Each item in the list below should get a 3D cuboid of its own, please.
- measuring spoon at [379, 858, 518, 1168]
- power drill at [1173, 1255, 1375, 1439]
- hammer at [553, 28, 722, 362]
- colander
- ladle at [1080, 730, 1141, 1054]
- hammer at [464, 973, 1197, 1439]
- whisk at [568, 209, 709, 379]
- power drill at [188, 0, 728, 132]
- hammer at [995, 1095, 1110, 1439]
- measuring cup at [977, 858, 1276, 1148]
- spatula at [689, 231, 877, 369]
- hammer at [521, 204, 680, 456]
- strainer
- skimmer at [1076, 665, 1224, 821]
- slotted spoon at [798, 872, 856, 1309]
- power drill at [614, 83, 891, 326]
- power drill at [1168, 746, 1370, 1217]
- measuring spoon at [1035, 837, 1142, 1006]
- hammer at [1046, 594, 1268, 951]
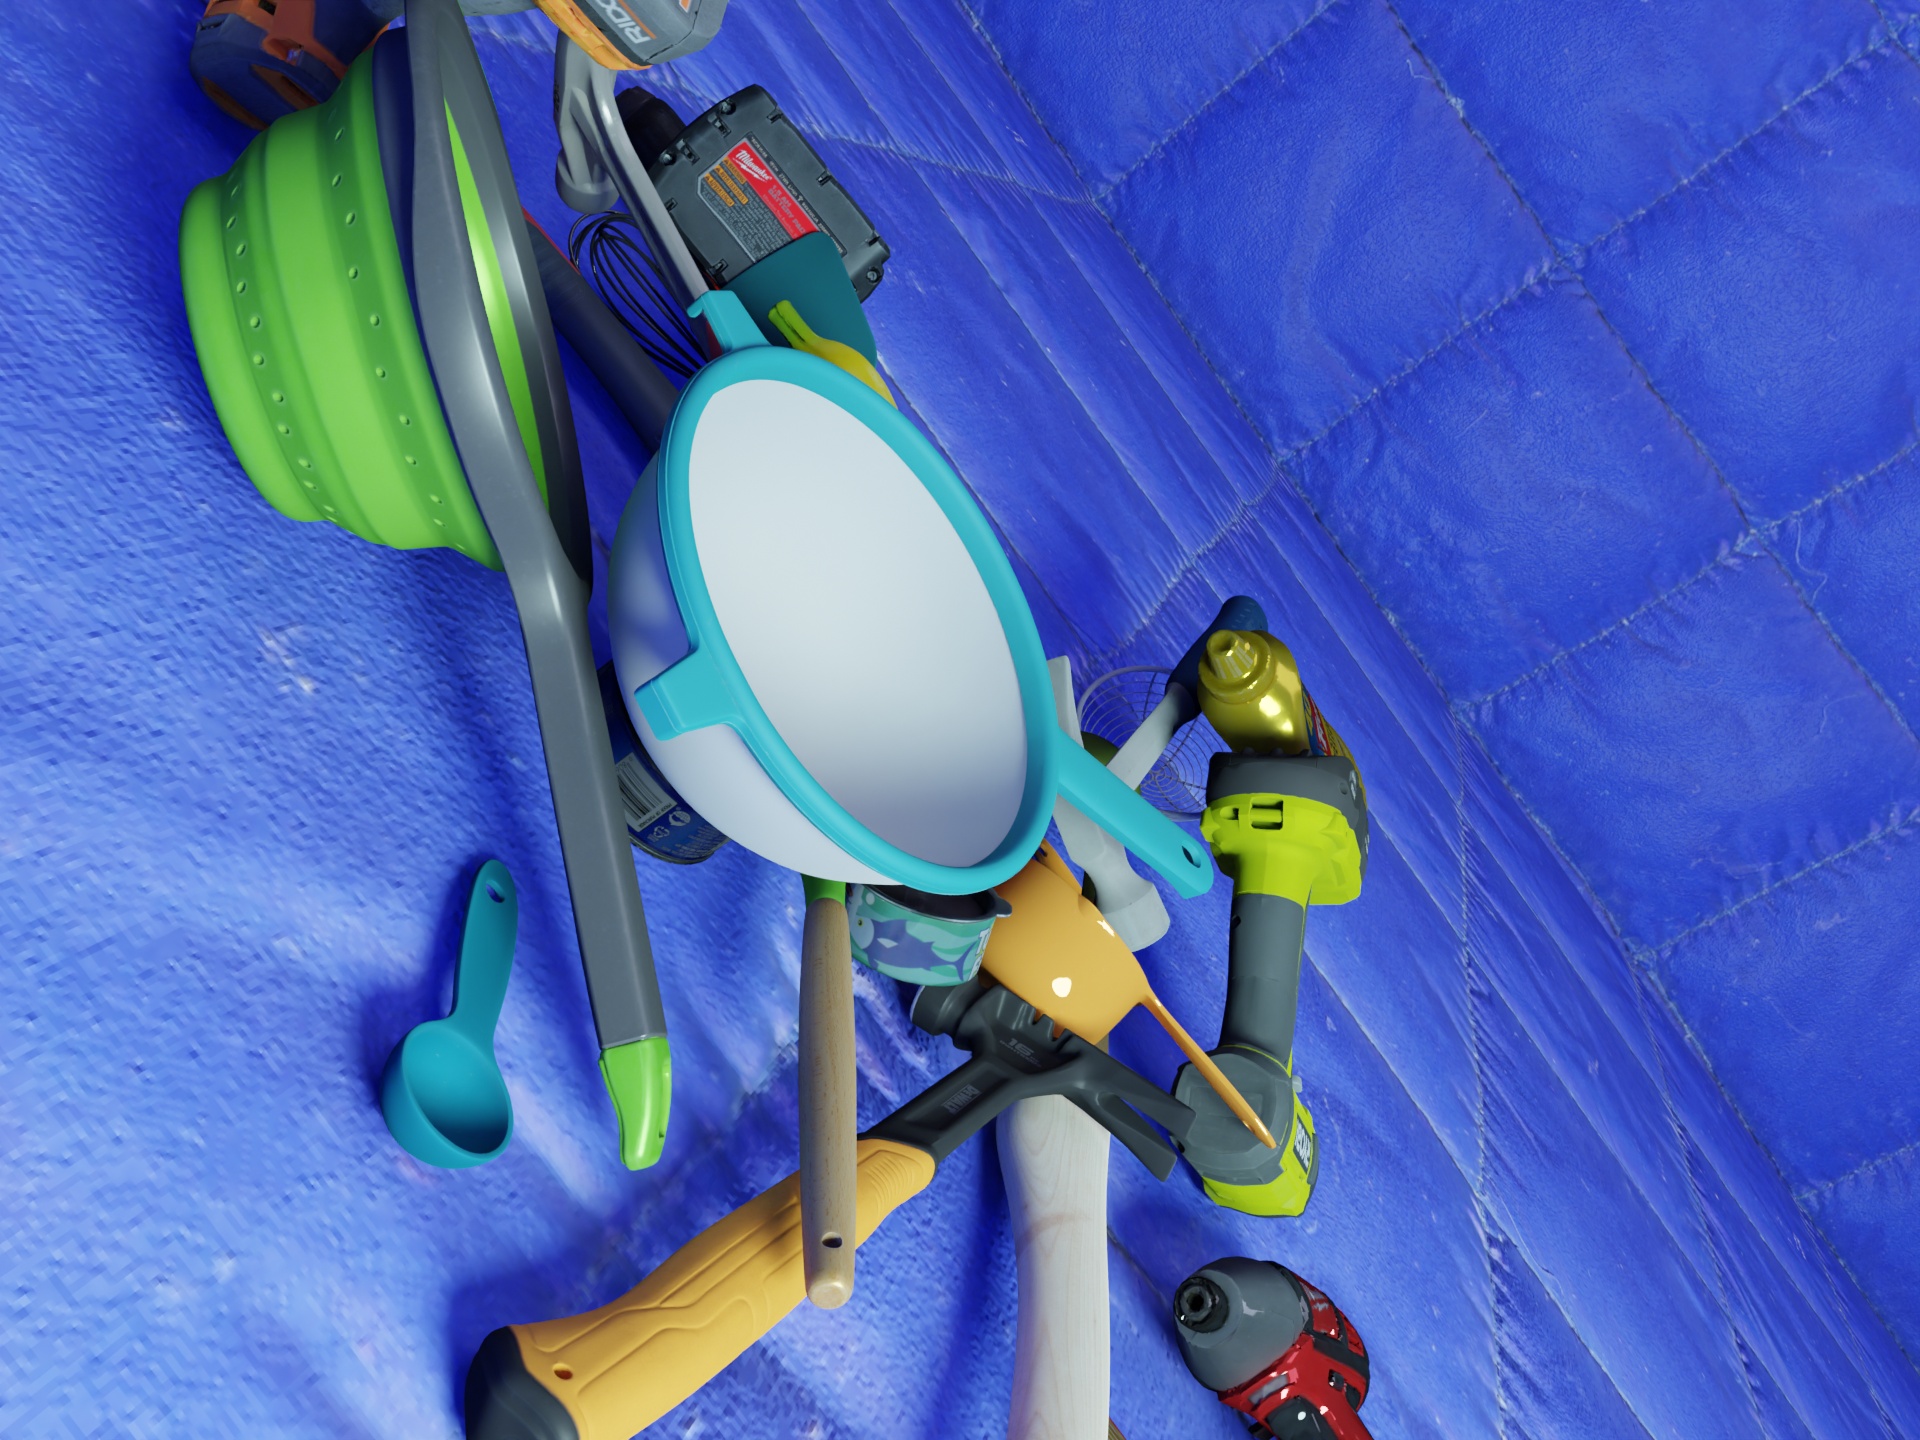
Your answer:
[{"bbox_3d":[-0.150,0.084,0.471,0.042,0.021,0.129,50,12,-28],"label":"measuring spoon"},{"bbox_3d":[0.160,0.320,0.643,0.143,0.078,0.220,44,12,-45],"label":"power drill"},{"bbox_3d":[-0.084,-0.132,0.699,0.359,0.036,0.149,62,-20,2],"label":"hammer"},{"bbox_3d":[-0.171,-0.050,0.507,0.204,0.094,0.397,105,-28,-76],"label":"colander"},{"bbox_3d":[0.059,0.121,0.813,0.078,0.062,0.320,35,36,-23],"label":"ladle"},{"bbox_3d":[-0.030,0.161,0.529,0.127,0.034,0.337,30,18,20],"label":"hammer"},{"bbox_3d":[-0.116,-0.167,0.823,0.239,0.055,0.055,49,22,-4],"label":"whisk"},{"bbox_3d":[-0.189,-0.318,0.613,0.084,0.226,0.164,36,61,-56],"label":"power drill"},{"bbox_3d":[0.038,0.251,0.515,0.146,0.038,0.411,19,23,-1],"label":"hammer"},{"bbox_3d":[0.065,0.140,0.716,0.174,0.052,0.095,47,-14,11],"label":"measuring cup"},{"bbox_3d":[-0.015,-0.092,0.810,0.317,0.082,0.044,56,-3,-20],"label":"spatula"},{"bbox_3d":[-0.237,-0.268,0.759,0.386,0.038,0.143,50,21,-13],"label":"hammer"},{"bbox_3d":[-0.021,0.006,0.631,0.340,0.095,0.211,38,39,-40],"label":"strainer"},{"bbox_3d":[0.058,-0.031,0.954,0.362,0.090,0.127,30,33,-46],"label":"skimmer"},{"bbox_3d":[-0.051,0.086,0.578,0.070,0.031,0.314,5,28,-8],"label":"slotted spoon"},{"bbox_3d":[-0.128,-0.282,0.881,0.187,0.080,0.227,49,-1,-15],"label":"power drill"},{"bbox_3d":[0.164,0.142,0.837,0.171,0.080,0.223,56,41,-56],"label":"power drill"},{"bbox_3d":[0.067,0.110,0.885,0.117,0.011,0.021,57,28,14],"label":"measuring spoon"},{"bbox_3d":[0.125,-0.013,0.932,0.144,0.035,0.405,66,26,-8],"label":"hammer"}]
